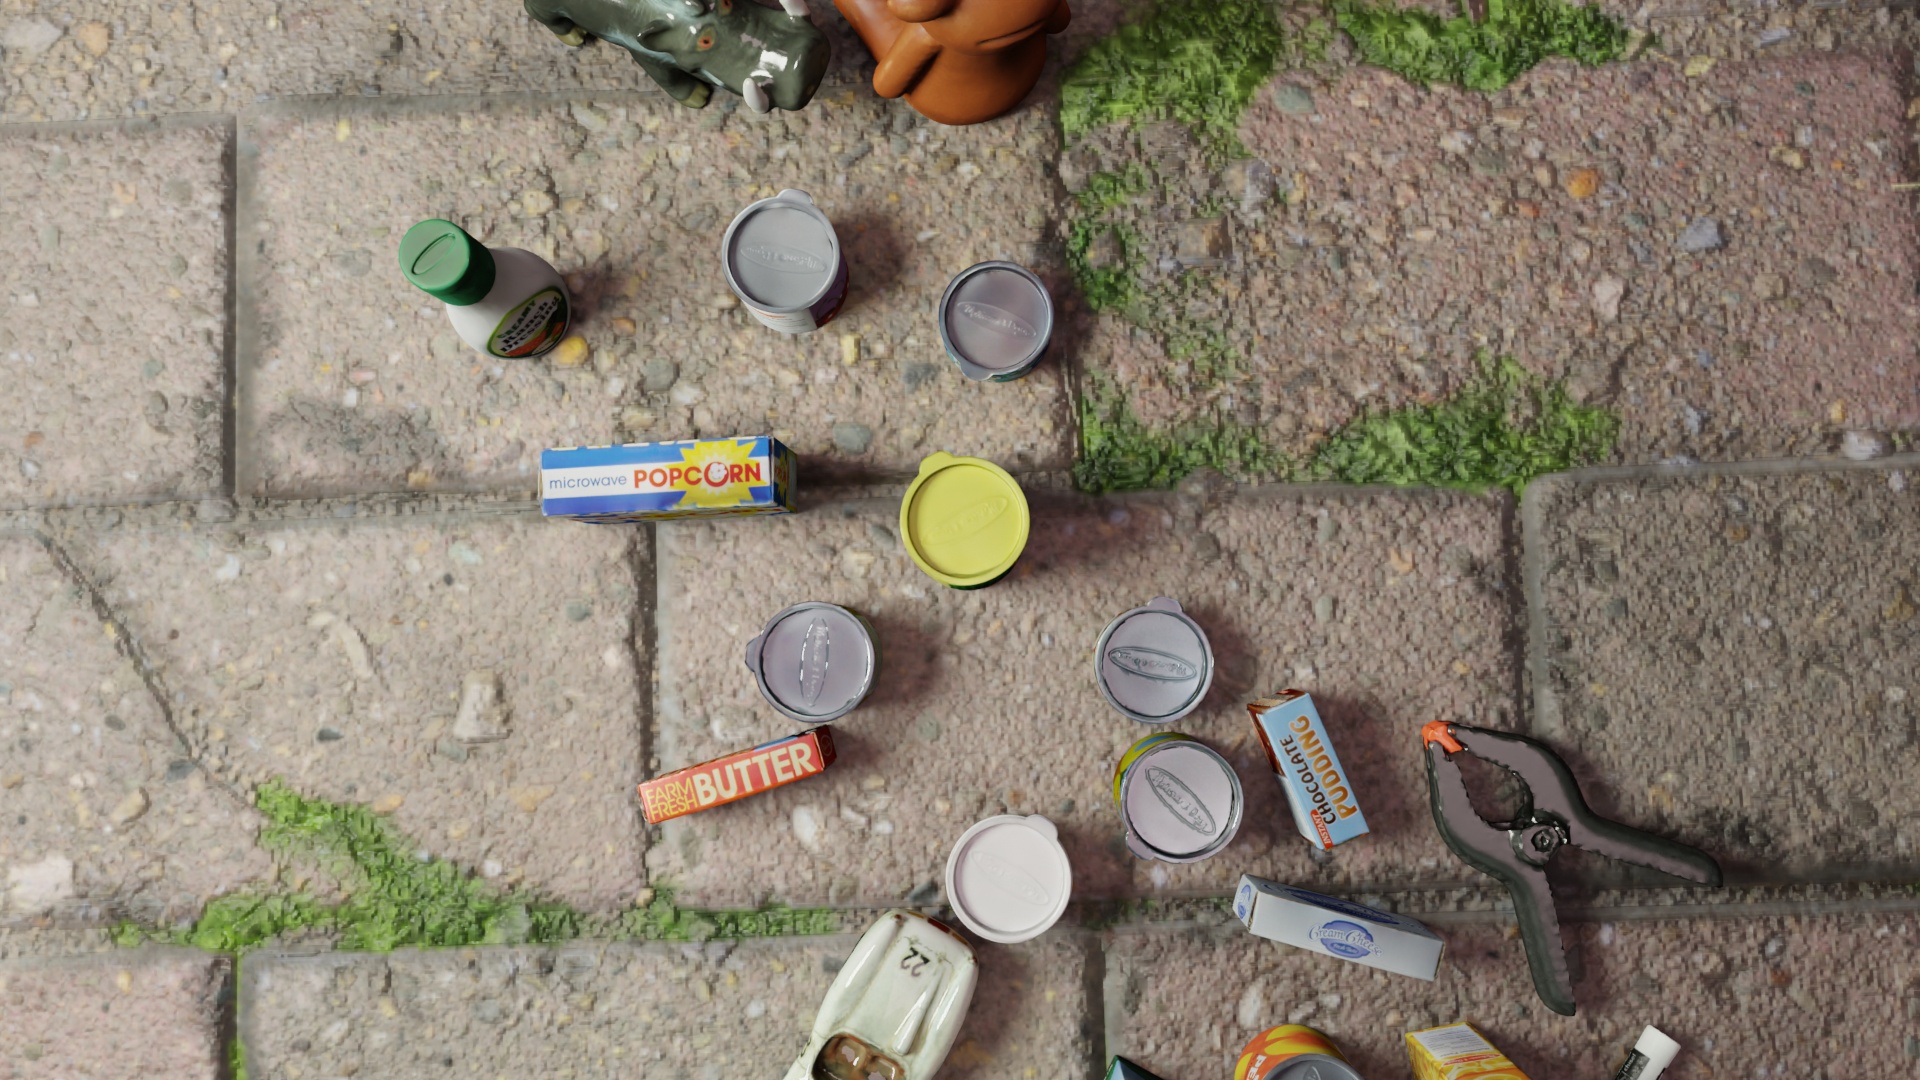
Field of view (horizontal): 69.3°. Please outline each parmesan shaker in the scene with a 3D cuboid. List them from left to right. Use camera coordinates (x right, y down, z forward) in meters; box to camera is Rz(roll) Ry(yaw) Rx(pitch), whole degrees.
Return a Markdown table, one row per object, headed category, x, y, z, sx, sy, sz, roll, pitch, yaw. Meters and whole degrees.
| category | x | y | z | sx | sy | sz | roll | pitch | yaw |
| --- | --- | --- | --- | --- | --- | --- | --- | --- | --- |
| parmesan shaker | 0.003 | -0.010 | 0.758 | 0.071 | 0.103 | 0.071 | 0 | 86 | 2 |

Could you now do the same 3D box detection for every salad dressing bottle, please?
| category | x | y | z | sx | sy | sz | roll | pitch | yaw |
| --- | --- | --- | --- | --- | --- | --- | --- | --- | --- |
| salad dressing bottle | -0.256 | -0.136 | 0.752 | 0.064 | 0.147 | 0.044 | -44 | 86 | -1 |

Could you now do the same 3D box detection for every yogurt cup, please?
| category | x | y | z | sx | sy | sz | roll | pitch | yaw |
| --- | --- | --- | --- | --- | --- | --- | --- | --- | --- |
| yogurt cup | 0.027 | 0.183 | 0.768 | 0.072 | 0.054 | 0.072 | 0 | 86 | 2 |

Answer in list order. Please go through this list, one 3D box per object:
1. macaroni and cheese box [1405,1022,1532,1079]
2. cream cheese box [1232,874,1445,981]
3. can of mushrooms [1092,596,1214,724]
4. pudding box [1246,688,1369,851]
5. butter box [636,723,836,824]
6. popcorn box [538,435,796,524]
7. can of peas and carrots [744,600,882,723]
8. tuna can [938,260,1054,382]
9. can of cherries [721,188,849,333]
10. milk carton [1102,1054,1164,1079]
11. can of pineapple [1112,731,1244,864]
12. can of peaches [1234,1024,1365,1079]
| category | x | y | z | sx | sy | sz | roll | pitch | yaw |
| --- | --- | --- | --- | --- | --- | --- | --- | --- | --- |
| macaroni and cheese box | 0.277 | 0.327 | 0.694 | 0.040 | 0.166 | 0.123 | -12 | 86 | 1 |
| cream cheese box | 0.205 | 0.211 | 0.761 | 0.104 | 0.053 | 0.024 | 14 | 87 | 3 |
| can of mushrooms | 0.109 | 0.067 | 0.785 | 0.071 | 0.033 | 0.071 | 0 | 86 | 2 |
| pudding box | 0.191 | 0.126 | 0.770 | 0.030 | 0.049 | 0.083 | -23 | 86 | 0 |
| butter box | -0.123 | 0.130 | 0.777 | 0.103 | 0.053 | 0.024 | -17 | 86 | 0 |
| popcorn box | -0.159 | -0.032 | 0.773 | 0.127 | 0.085 | 0.038 | -3 | 86 | 1 |
| can of peas and carrots | -0.081 | 0.067 | 0.777 | 0.071 | 0.058 | 0.071 | 0 | 86 | 2 |
| tuna can | 0.020 | -0.123 | 0.801 | 0.071 | 0.033 | 0.071 | 0 | 86 | 2 |
| can of cherries | -0.097 | -0.158 | 0.794 | 0.071 | 0.058 | 0.071 | 0 | 86 | 2 |
| milk carton | 0.101 | 0.330 | 0.687 | 0.073 | 0.190 | 0.072 | 27 | 88 | 3 |
| can of pineapple | 0.117 | 0.141 | 0.767 | 0.071 | 0.058 | 0.071 | 0 | 86 | 2 |
| can of peaches | 0.183 | 0.303 | 0.753 | 0.071 | 0.058 | 0.071 | 0 | 86 | 2 |
